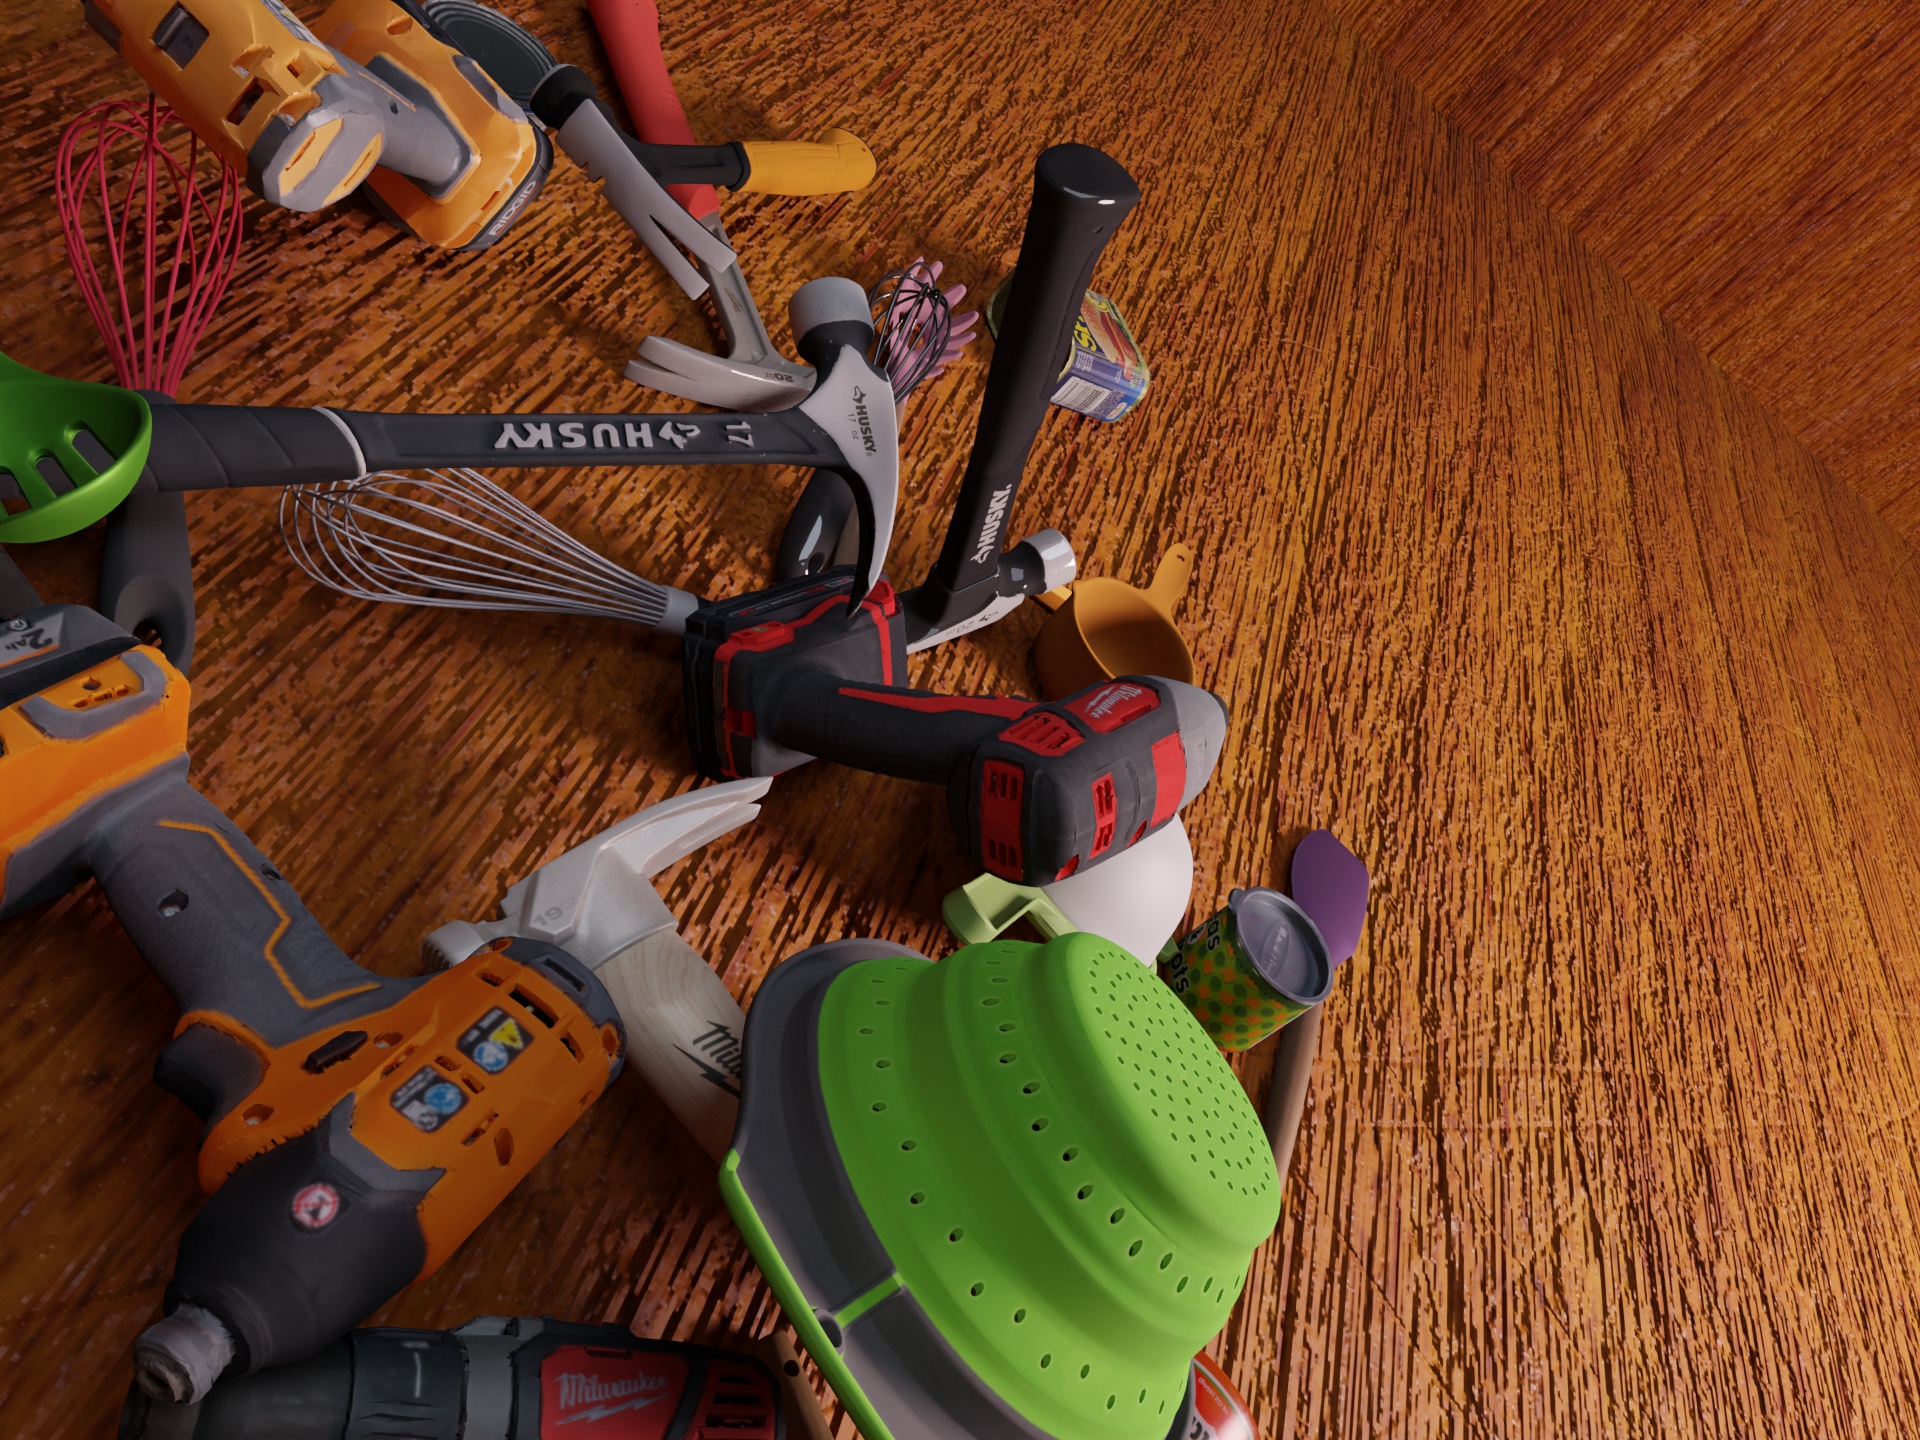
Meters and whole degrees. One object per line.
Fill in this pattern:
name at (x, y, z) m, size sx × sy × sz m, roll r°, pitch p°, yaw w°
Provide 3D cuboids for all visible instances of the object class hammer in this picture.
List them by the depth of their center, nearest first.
hammer at (-0.010, 0.199, 0.550) m, size 0.146 × 0.038 × 0.411 m, roll -31°, pitch 73°, yaw -35°
hammer at (-0.213, -0.100, 0.599) m, size 0.408 × 0.036 × 0.149 m, roll -6°, pitch 71°, yaw -24°
hammer at (0.016, -0.126, 0.715) m, size 0.146 × 0.334 × 0.035 m, roll -25°, pitch 71°, yaw -19°
hammer at (-0.117, -0.319, 0.932) m, size 0.127 × 0.034 × 0.337 m, roll 50°, pitch 26°, yaw -3°
hammer at (-0.174, -0.327, 0.949) m, size 0.149 × 0.036 × 0.359 m, roll 3°, pitch 55°, yaw -42°

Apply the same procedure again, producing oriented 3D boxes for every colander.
colander at (0.063, 0.135, 0.582) m, size 0.204 × 0.094 × 0.397 m, roll 55°, pitch 17°, yaw 12°

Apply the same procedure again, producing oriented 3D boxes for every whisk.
whisk at (-0.317, -0.137, 0.623) m, size 0.073 × 0.073 × 0.296 m, roll 9°, pitch 57°, yaw -39°
whisk at (-0.156, -0.056, 0.703) m, size 0.284 × 0.070 × 0.070 m, roll 18°, pitch 45°, yaw -39°
whisk at (-0.054, -0.164, 0.870) m, size 0.055 × 0.055 × 0.239 m, roll 31°, pitch 56°, yaw -18°

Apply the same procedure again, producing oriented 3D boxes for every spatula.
spatula at (0.184, 0.155, 0.856) m, size 0.059 × 0.018 × 0.316 m, roll 42°, pitch 36°, yaw -8°

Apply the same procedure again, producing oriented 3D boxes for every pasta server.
pasta server at (-0.039, -0.176, 0.936) m, size 0.060 × 0.040 × 0.316 m, roll 40°, pitch 37°, yaw -25°

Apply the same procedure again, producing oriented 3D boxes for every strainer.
strainer at (0.050, 0.053, 0.704) m, size 0.151 × 0.069 × 0.256 m, roll 52°, pitch 13°, yaw 7°

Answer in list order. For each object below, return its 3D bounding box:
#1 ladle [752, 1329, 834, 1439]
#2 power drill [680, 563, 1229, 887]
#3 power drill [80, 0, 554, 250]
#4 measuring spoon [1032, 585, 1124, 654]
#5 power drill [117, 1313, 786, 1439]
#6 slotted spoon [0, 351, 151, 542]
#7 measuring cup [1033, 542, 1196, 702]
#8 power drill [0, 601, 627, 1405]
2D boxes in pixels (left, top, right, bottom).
ladle at (0.007, 0.339, 0.488) m, size 0.078 × 0.062 × 0.320 m, roll -2°, pitch 55°, yaw -44°
power drill at (-0.001, -0.002, 0.666) m, size 0.220 × 0.078 × 0.143 m, roll 17°, pitch 27°, yaw 38°
power drill at (-0.298, -0.299, 0.706) m, size 0.185 × 0.084 × 0.226 m, roll 45°, pitch 14°, yaw 0°
measuring spoon at (0.079, -0.056, 0.961) m, size 0.117 × 0.011 × 0.021 m, roll 34°, pitch 52°, yaw -10°
power drill at (-0.130, 0.266, 0.410) m, size 0.187 × 0.080 × 0.227 m, roll 20°, pitch 41°, yaw -30°
slotted spoon at (-0.354, -0.149, 0.547) m, size 0.070 × 0.031 × 0.314 m, roll -35°, pitch 58°, yaw -19°
measuring cup at (0.099, -0.053, 0.939) m, size 0.095 × 0.052 × 0.174 m, roll 42°, pitch 37°, yaw -5°
power drill at (-0.228, 0.077, 0.455) m, size 0.226 × 0.084 × 0.164 m, roll 37°, pitch 33°, yaw 3°
